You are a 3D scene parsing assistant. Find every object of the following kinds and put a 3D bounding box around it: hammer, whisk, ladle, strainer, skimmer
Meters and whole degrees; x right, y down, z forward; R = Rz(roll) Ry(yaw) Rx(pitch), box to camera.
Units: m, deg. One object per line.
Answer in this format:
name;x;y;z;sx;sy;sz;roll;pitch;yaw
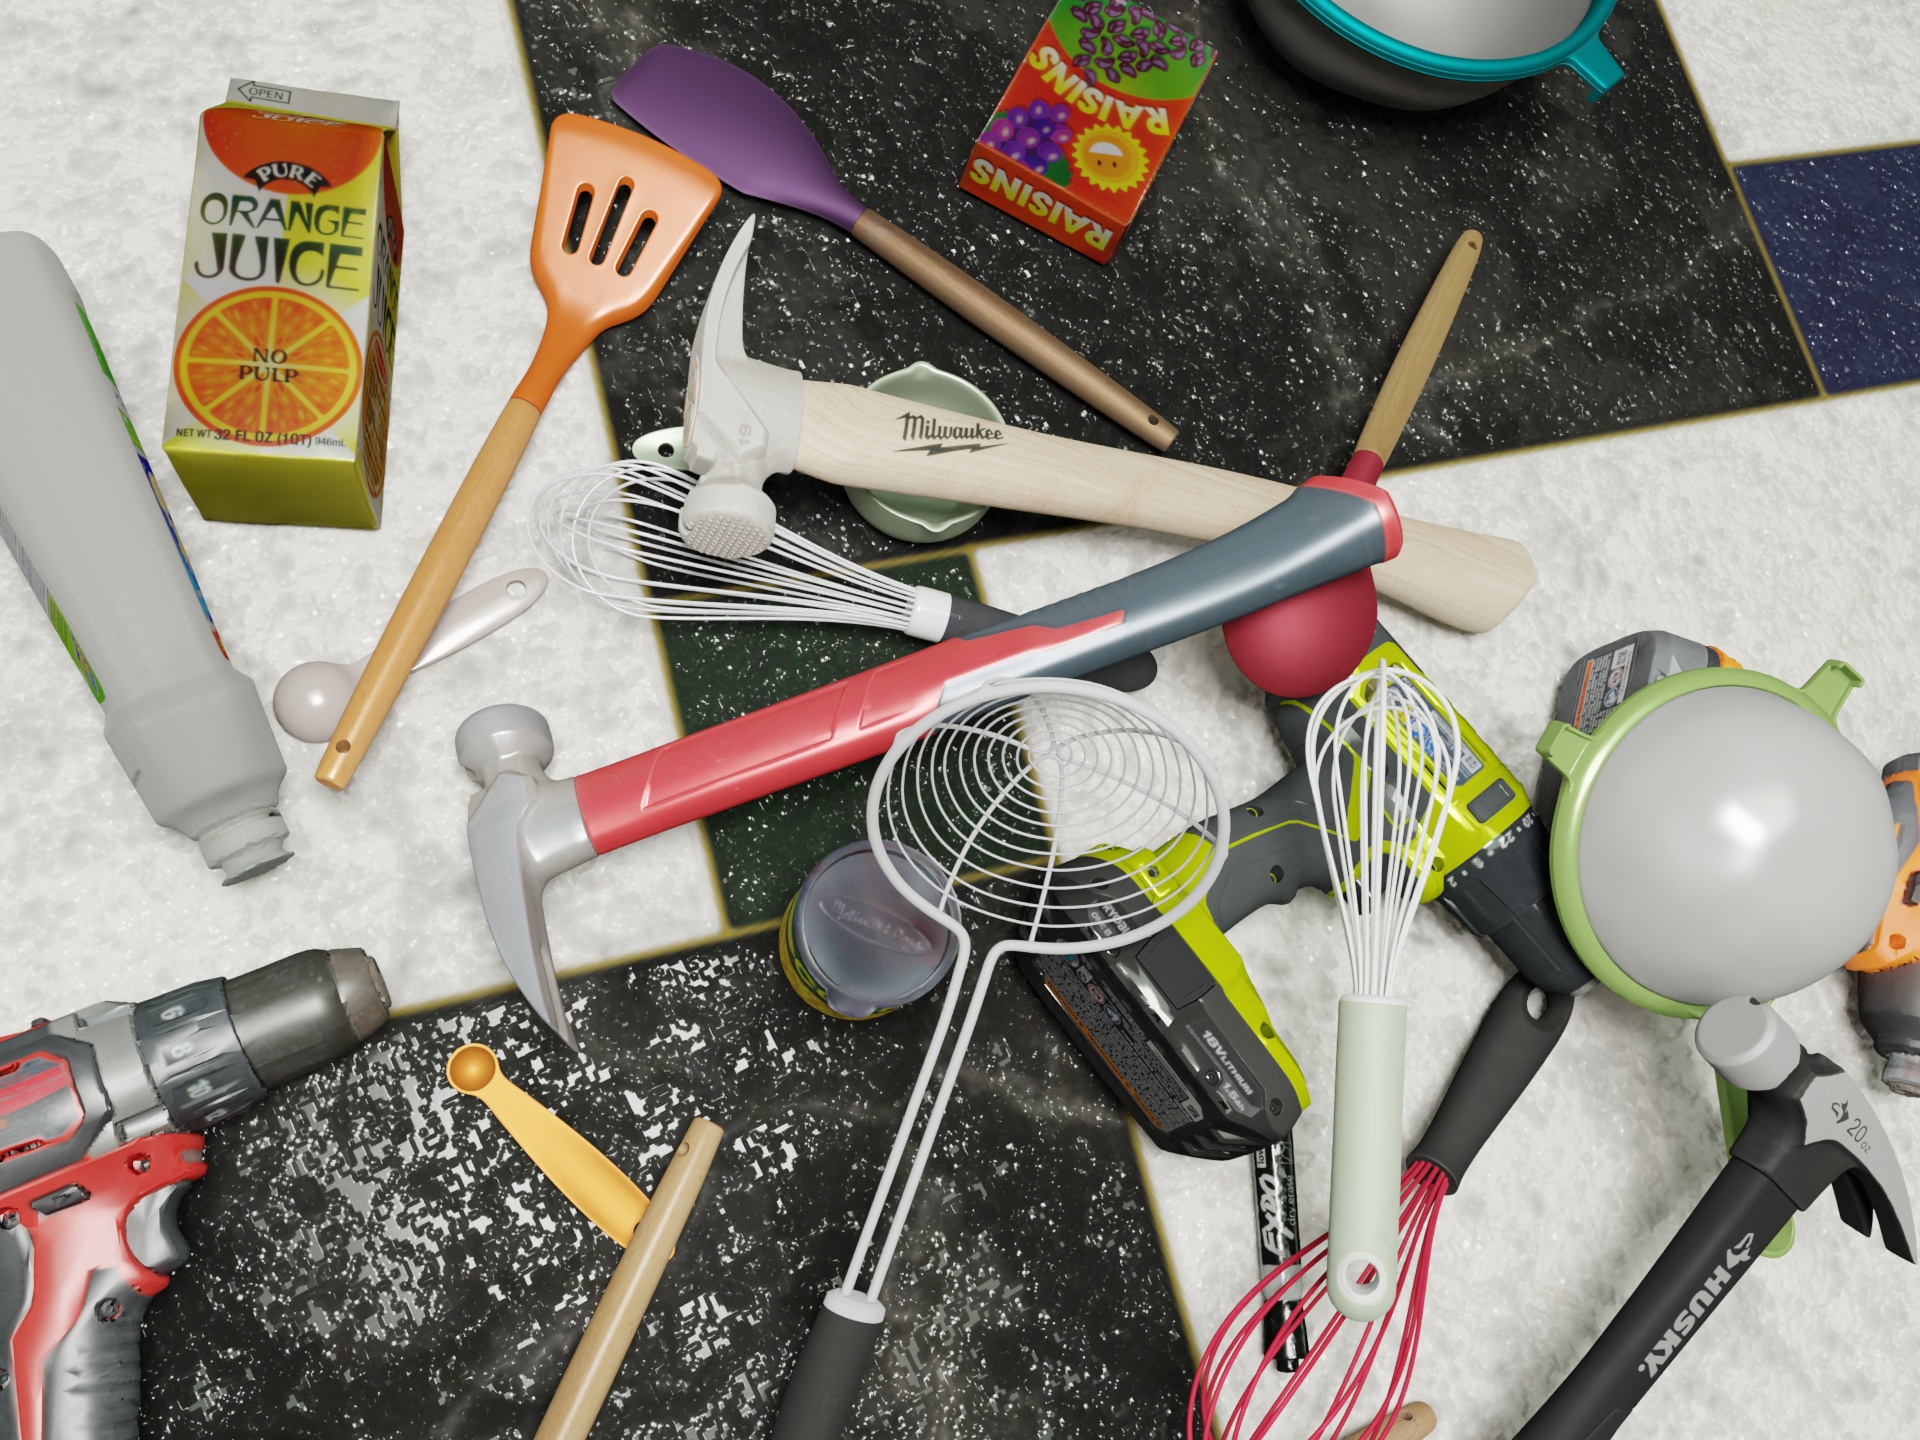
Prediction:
hammer;0.082;-0.111;0.714;0.410;0.038;0.146;9;67;-20
whisk;0.155;0.098;0.599;0.058;0.059;0.246;3;81;13
whisk;-0.045;-0.053;0.691;0.284;0.070;0.070;14;71;-13
ladle;0.198;-0.135;0.741;0.069;0.031;0.315;33;58;-4
strainer;0.332;0.106;0.651;0.151;0.069;0.256;-11;96;-11
ladle;-0.167;0.286;0.557;0.062;0.078;0.320;46;60;-41
hammer;0.245;0.275;0.621;0.146;0.035;0.335;42;86;-24
skimmer;-0.014;0.159;0.559;0.127;0.090;0.363;20;89;-10
whisk;0.184;0.200;0.652;0.073;0.073;0.296;45;58;3
hammer;-0.001;-0.002;0.625;0.386;0.038;0.143;-20;58;-4
strainer;0.164;-0.398;0.819;0.340;0.095;0.211;4;70;-10

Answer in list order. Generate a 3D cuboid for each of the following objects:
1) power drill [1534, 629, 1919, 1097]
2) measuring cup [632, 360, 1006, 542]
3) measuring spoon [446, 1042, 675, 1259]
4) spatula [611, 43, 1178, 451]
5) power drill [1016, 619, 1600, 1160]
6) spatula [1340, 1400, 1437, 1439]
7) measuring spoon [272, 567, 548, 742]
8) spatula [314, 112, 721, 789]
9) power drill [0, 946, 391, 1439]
power drill;0.386;0.068;0.741;0.226;0.084;0.164;22;72;-10
measuring cup;-0.062;-0.116;0.713;0.167;0.038;0.083;-2;74;-12
measuring spoon;-0.155;0.170;0.622;0.117;0.011;0.021;44;70;-2
spatula;-0.026;-0.226;0.763;0.316;0.018;0.060;36;69;0
power drill;0.157;0.080;0.675;0.228;0.080;0.191;-33;79;-25
spatula;0.065;0.311;0.577;0.317;0.082;0.044;-13;115;-32
measuring spoon;-0.226;-0.033;0.659;0.124;0.018;0.034;-34;84;-20
spatula;-0.195;-0.118;0.674;0.081;0.041;0.323;22;66;-7
power drill;-0.266;0.201;0.553;0.188;0.080;0.227;-22;77;-18
